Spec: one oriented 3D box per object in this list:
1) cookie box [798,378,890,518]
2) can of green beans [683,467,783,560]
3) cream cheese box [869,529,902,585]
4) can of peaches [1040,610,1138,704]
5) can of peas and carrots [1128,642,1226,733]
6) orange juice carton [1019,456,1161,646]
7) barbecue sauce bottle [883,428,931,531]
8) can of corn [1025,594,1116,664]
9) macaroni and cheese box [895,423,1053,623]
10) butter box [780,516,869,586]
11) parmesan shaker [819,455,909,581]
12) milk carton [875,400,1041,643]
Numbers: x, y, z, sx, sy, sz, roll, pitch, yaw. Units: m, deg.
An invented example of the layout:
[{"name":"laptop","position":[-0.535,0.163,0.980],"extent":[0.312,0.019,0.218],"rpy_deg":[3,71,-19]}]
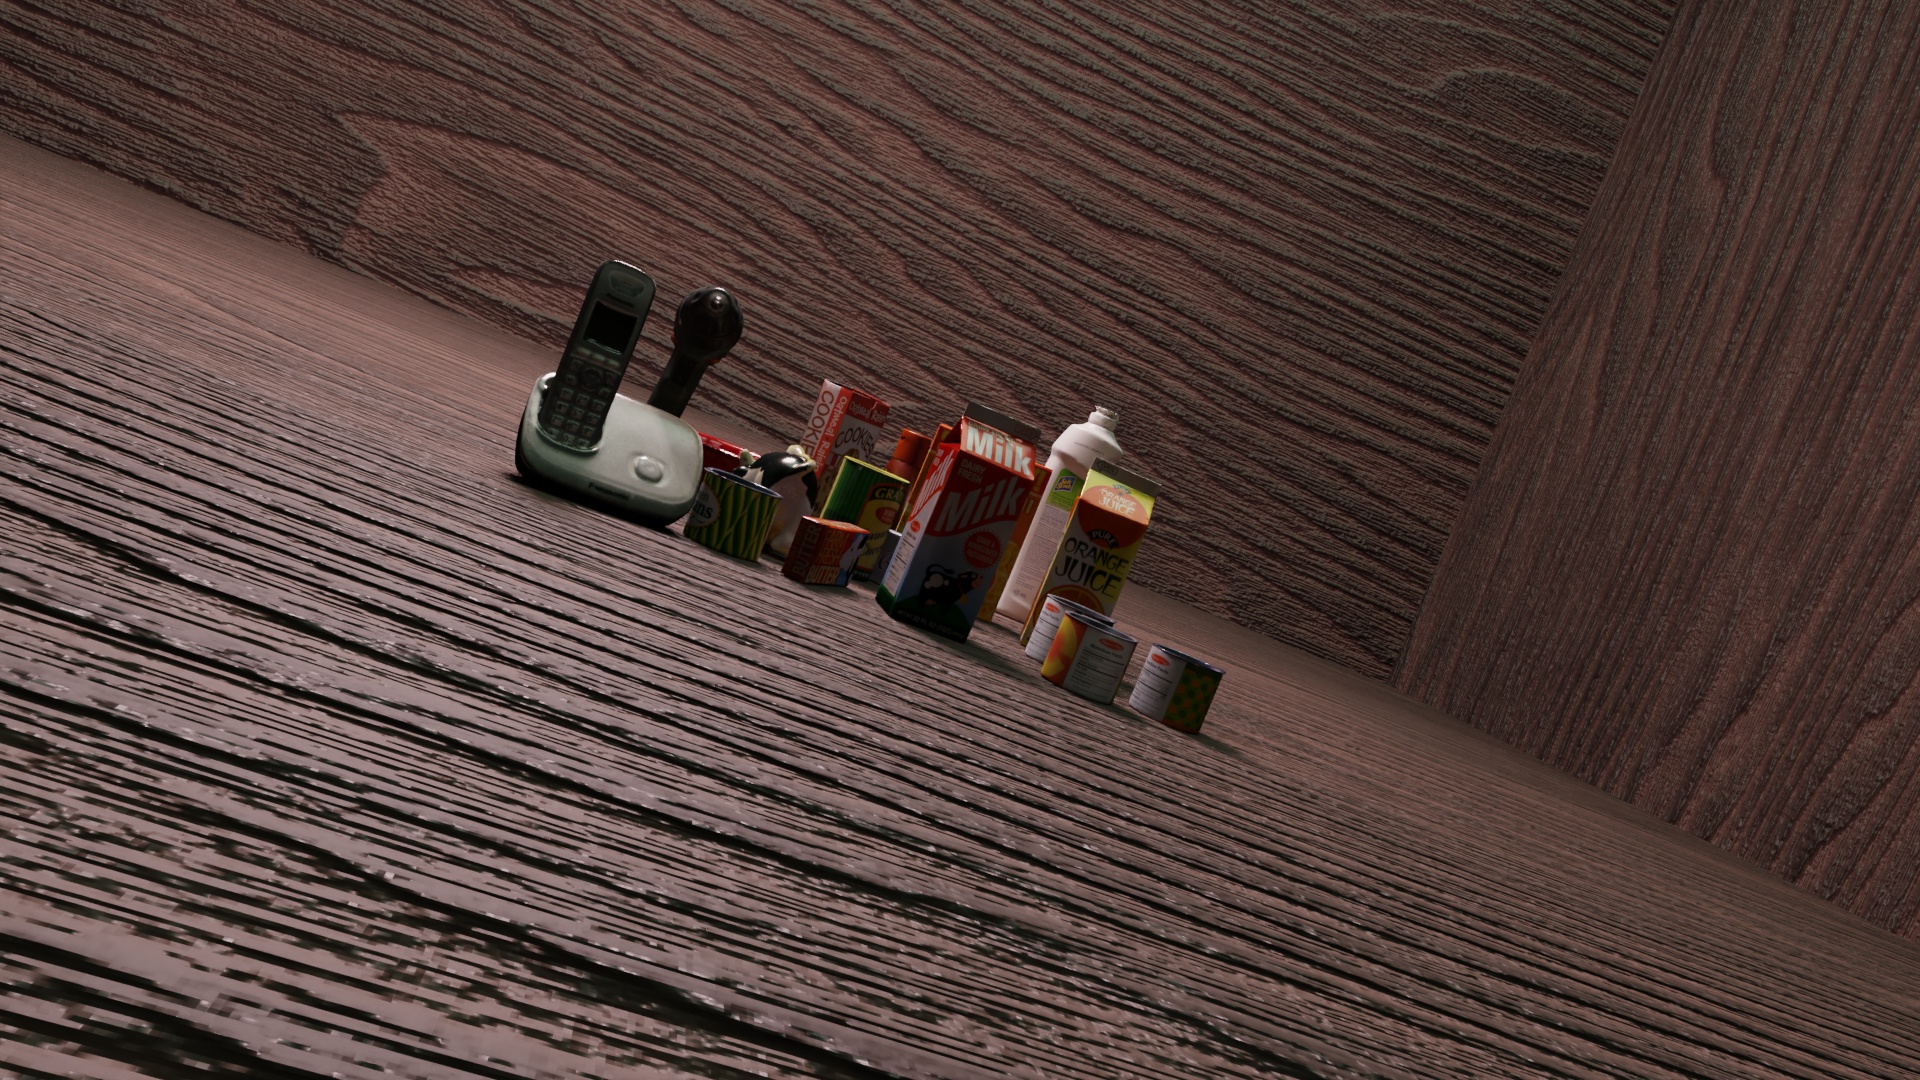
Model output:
[{"name":"cookie box","position":[-0.143,-0.088,1.549],"extent":[0.040,0.167,0.123],"rpy_deg":[23,3,16]},{"name":"can of green beans","position":[-0.187,-0.021,1.140],"extent":[0.071,0.057,0.071],"rpy_deg":[22,3,-1]},{"name":"cream cheese box","position":[-0.034,0.032,1.325],"extent":[0.104,0.053,0.024],"rpy_deg":[23,3,14]},{"name":"can of peaches","position":[0.107,0.098,1.161],"extent":[0.071,0.058,0.071],"rpy_deg":[22,3,-1]},{"name":"can of peas and carrots","position":[0.188,0.128,1.197],"extent":[0.071,0.058,0.071],"rpy_deg":[22,3,-1]},{"name":"orange juice carton","position":[0.126,0.021,1.339],"extent":[0.072,0.192,0.073],"rpy_deg":[22,3,2]},{"name":"barbecue sauce bottle","position":[-0.077,-0.057,1.635],"extent":[0.043,0.148,0.065],"rpy_deg":[21,3,-24]},{"name":"can of corn","position":[0.101,0.089,1.262],"extent":[0.071,0.058,0.071],"rpy_deg":[22,3,-1]},{"name":"macaroni and cheese box","position":[0.005,-0.017,1.392],"extent":[0.124,0.166,0.040],"rpy_deg":[22,3,-2]},{"name":"butter box","position":[-0.113,0.010,1.169],"extent":[0.024,0.053,0.103],"rpy_deg":[23,3,17]},{"name":"parmesan shaker","position":[-0.096,-0.020,1.311],"extent":[0.071,0.103,0.071],"rpy_deg":[22,3,-1]},{"name":"milk carton","position":[0.002,-0.018,1.173],"extent":[0.072,0.190,0.073],"rpy_deg":[22,3,-16]}]
